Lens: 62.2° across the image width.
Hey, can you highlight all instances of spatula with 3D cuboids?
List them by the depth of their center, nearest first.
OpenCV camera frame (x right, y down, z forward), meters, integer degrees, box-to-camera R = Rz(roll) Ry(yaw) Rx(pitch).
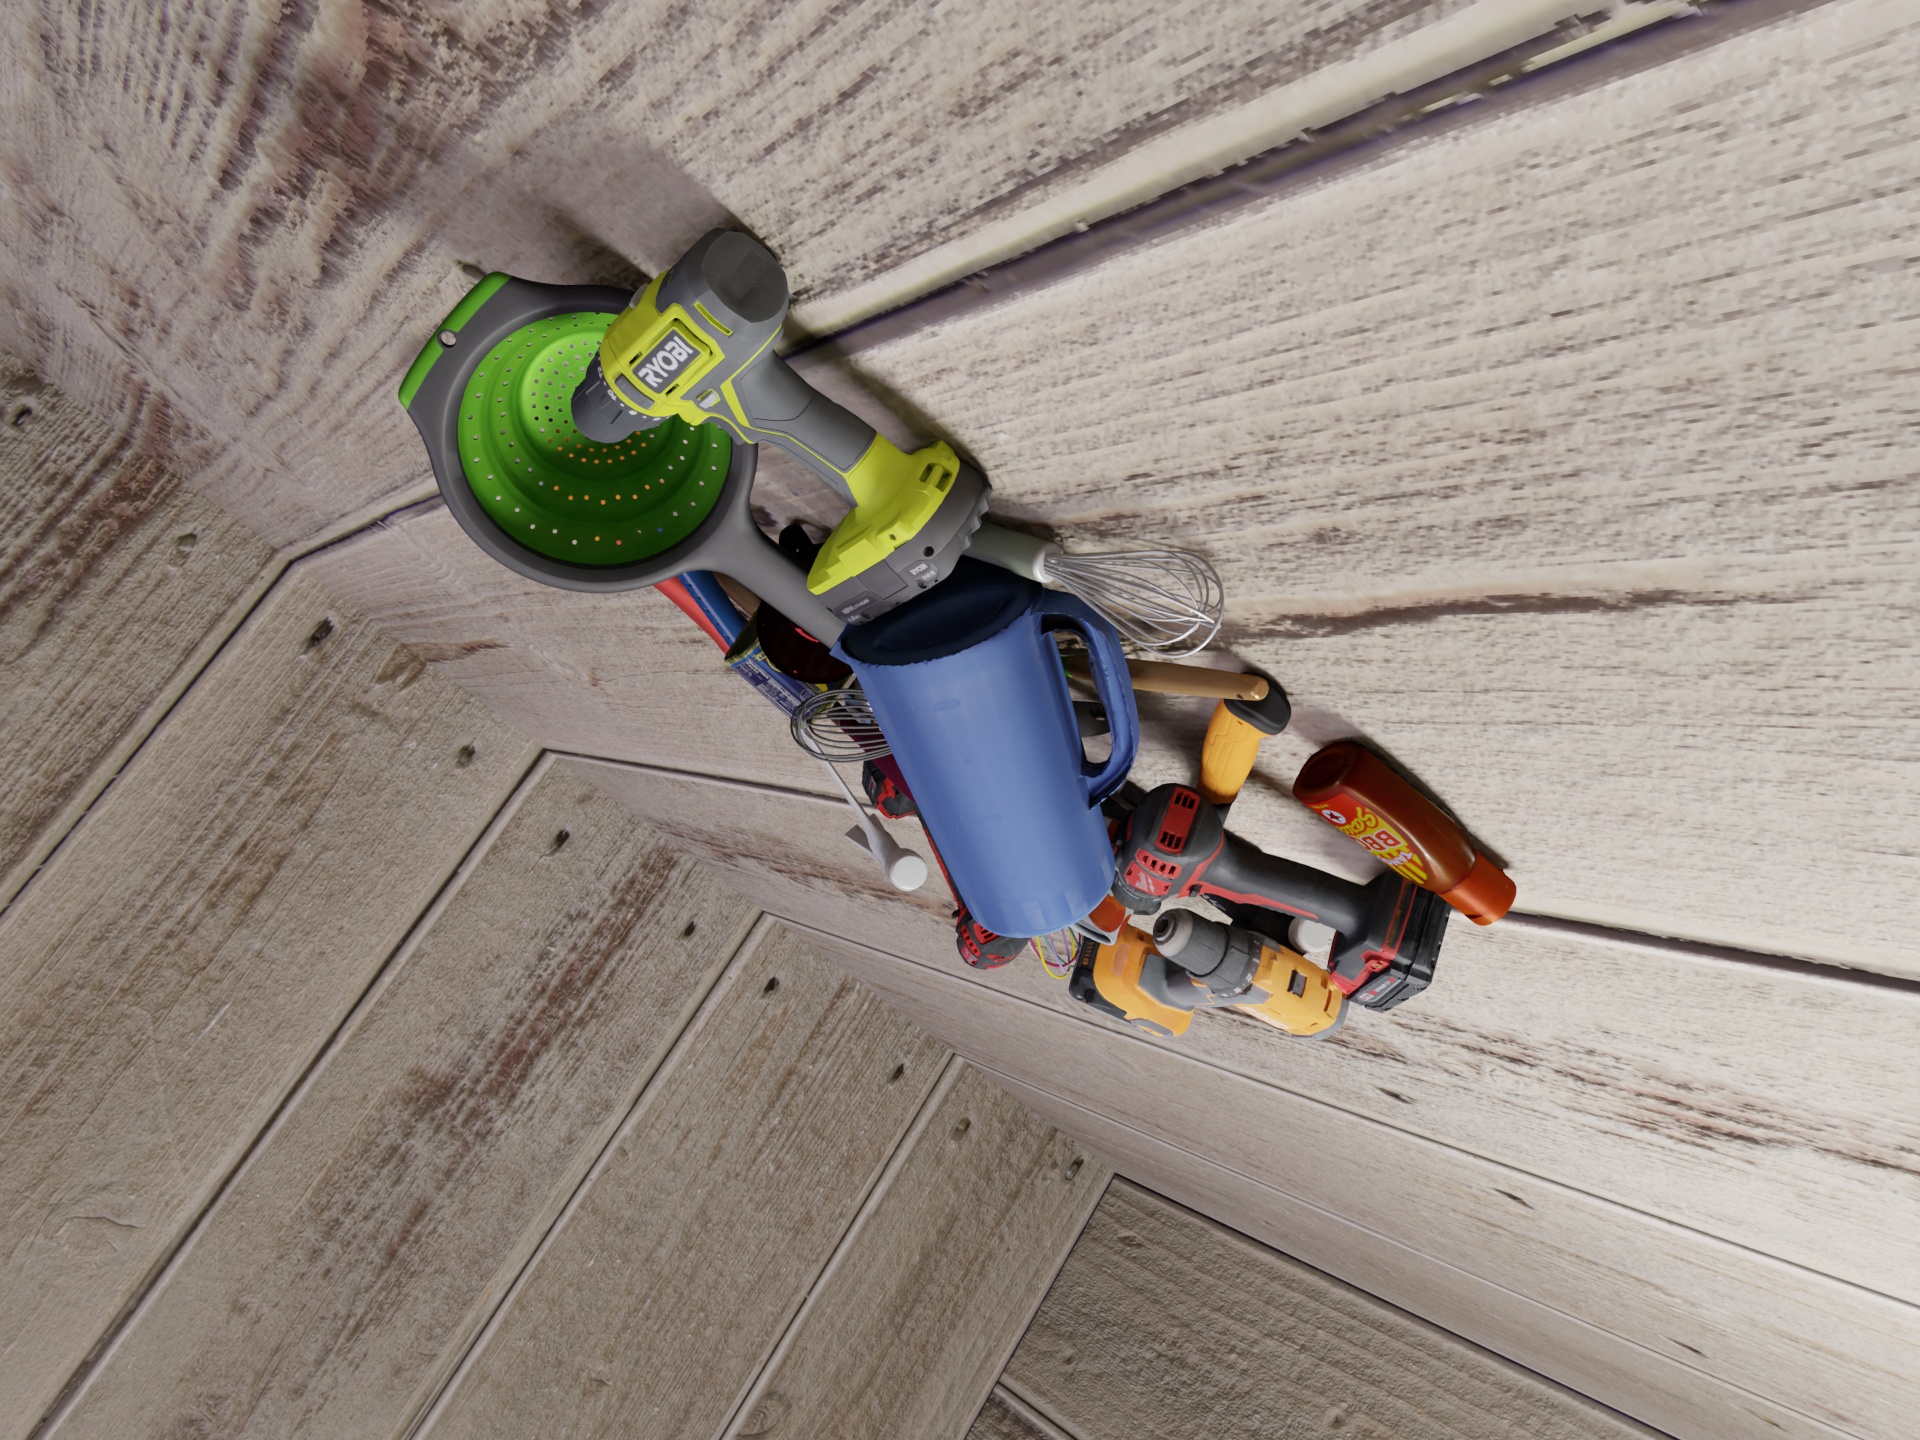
[{"bbox_3d":[-0.240,-0.156,1.370,0.315,0.018,0.060,43,158,-28],"label":"spatula"}]

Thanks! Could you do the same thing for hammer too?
[{"bbox_3d":[0.174,0.038,1.112,0.127,0.034,0.336,29,163,12],"label":"hammer"},{"bbox_3d":[0.147,0.097,1.332,0.334,0.035,0.146,35,163,-6],"label":"hammer"},{"bbox_3d":[-0.163,-0.029,1.362,0.405,0.035,0.144,57,170,-17],"label":"hammer"},{"bbox_3d":[-0.326,-0.180,1.433,0.358,0.037,0.149,40,163,-21],"label":"hammer"}]

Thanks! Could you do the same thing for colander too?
[{"bbox_3d":[-0.180,-0.151,1.079,0.396,0.204,0.095,36,-164,-27],"label":"colander"}]

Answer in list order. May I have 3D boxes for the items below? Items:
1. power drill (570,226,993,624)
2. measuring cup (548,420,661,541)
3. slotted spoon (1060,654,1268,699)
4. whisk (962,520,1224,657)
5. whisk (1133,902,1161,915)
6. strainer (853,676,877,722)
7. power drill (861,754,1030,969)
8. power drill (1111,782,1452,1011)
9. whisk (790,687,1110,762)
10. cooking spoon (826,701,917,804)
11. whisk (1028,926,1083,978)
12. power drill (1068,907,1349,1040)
[{"bbox_3d":[-0.113,-0.162,0.939,0.228,0.080,0.190,40,144,-21],"label":"power drill"},{"bbox_3d":[-0.296,-0.175,1.261,0.095,0.052,0.173,43,144,3],"label":"measuring cup"},{"bbox_3d":[0.093,-0.033,1.048,0.070,0.031,0.314,42,164,-28],"label":"slotted spoon"},{"bbox_3d":[0.058,-0.091,0.944,0.057,0.059,0.246,10,-171,-46],"label":"whisk"},{"bbox_3d":[0.107,0.153,1.481,0.073,0.073,0.296,39,167,-18],"label":"whisk"},{"bbox_3d":[-0.033,0.004,1.233,0.259,0.050,0.086,-133,41,-52],"label":"strainer"},{"bbox_3d":[-0.008,0.124,1.447,0.220,0.078,0.143,62,169,13],"label":"power drill"},{"bbox_3d":[0.212,0.126,1.127,0.226,0.080,0.187,21,160,4],"label":"power drill"},{"bbox_3d":[-0.004,0.003,1.151,0.239,0.055,0.055,-1,160,1],"label":"whisk"},{"bbox_3d":[-0.111,-0.010,1.373,0.319,0.017,0.068,41,160,45],"label":"cooking spoon"},{"bbox_3d":[0.059,0.127,1.419,0.051,0.047,0.244,20,135,62],"label":"whisk"},{"bbox_3d":[0.185,0.209,1.334,0.185,0.084,0.226,29,158,-26],"label":"power drill"}]
